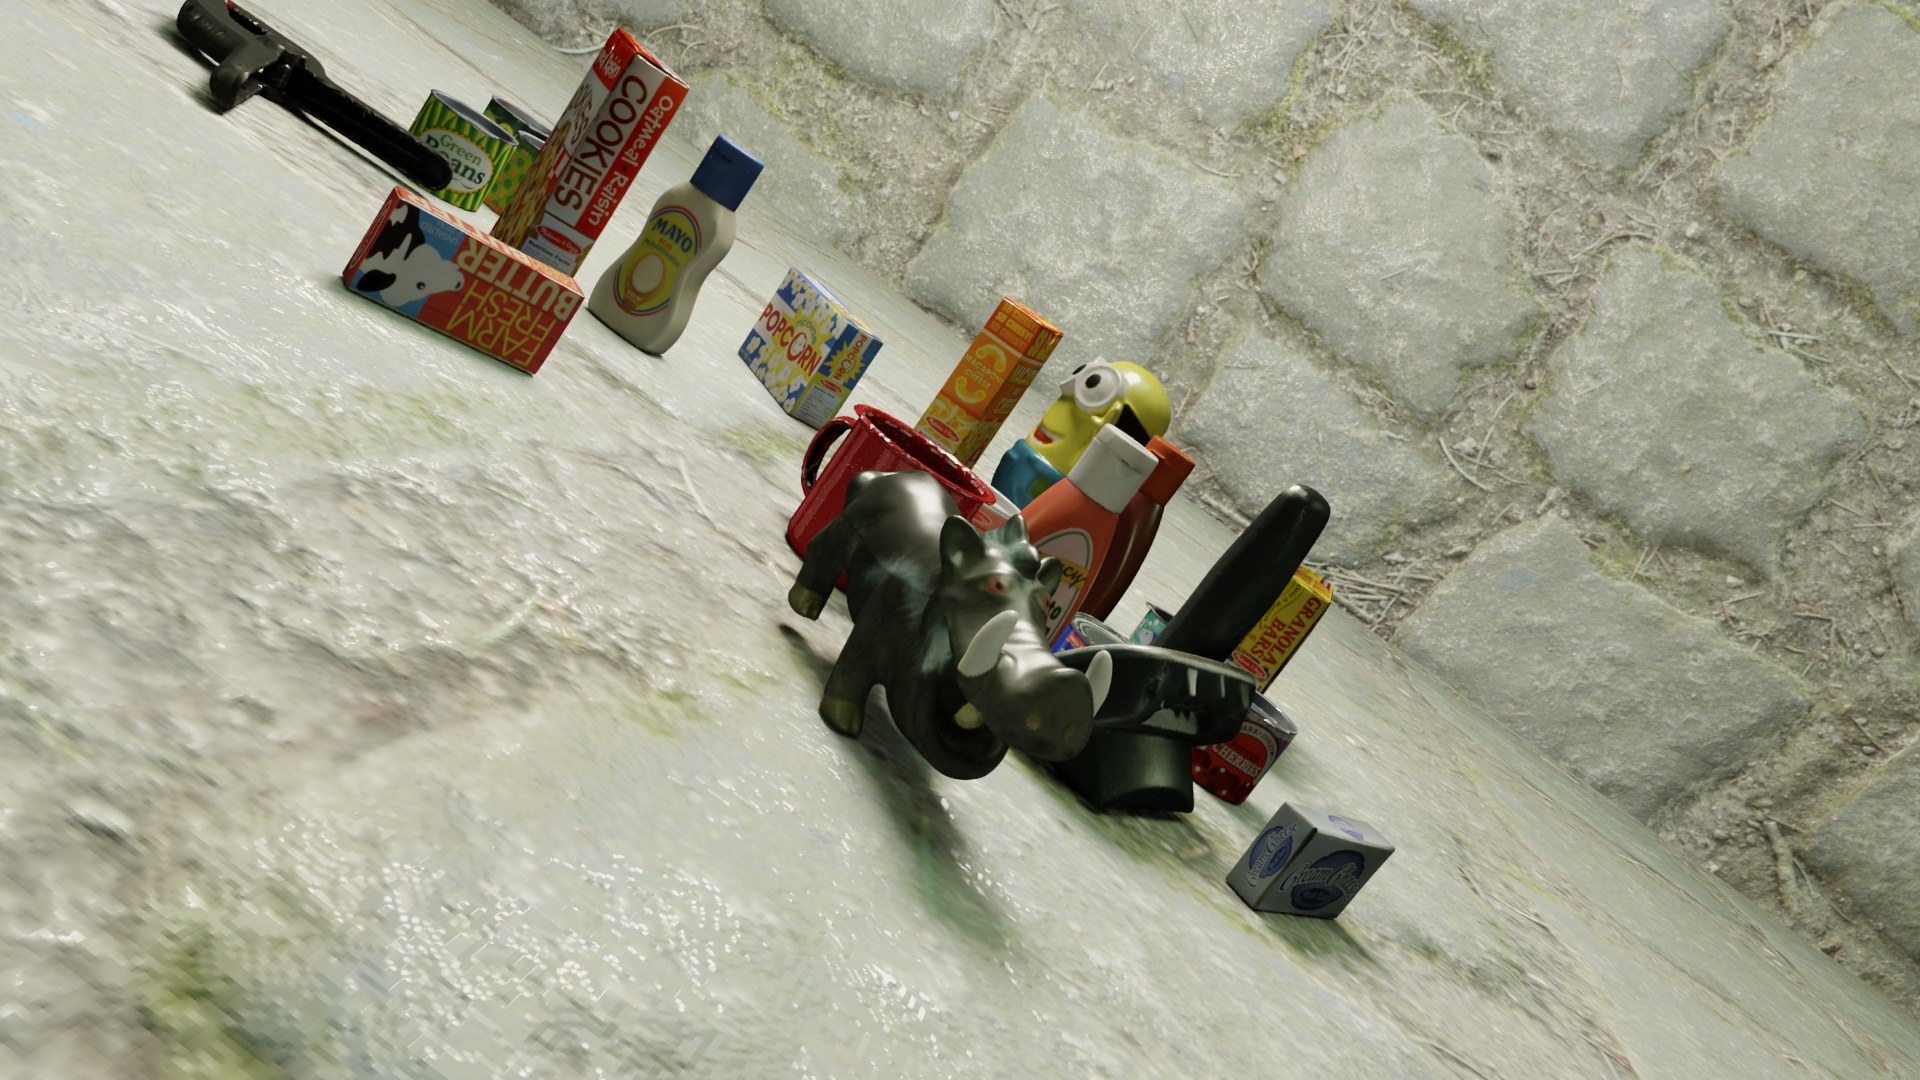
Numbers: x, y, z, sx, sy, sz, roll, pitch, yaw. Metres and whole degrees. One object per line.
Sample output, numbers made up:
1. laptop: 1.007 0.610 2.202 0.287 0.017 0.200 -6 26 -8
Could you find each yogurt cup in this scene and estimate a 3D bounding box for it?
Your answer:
1. yogurt cup: 0.003 -0.012 0.950 0.072 0.054 0.072 34 11 -7

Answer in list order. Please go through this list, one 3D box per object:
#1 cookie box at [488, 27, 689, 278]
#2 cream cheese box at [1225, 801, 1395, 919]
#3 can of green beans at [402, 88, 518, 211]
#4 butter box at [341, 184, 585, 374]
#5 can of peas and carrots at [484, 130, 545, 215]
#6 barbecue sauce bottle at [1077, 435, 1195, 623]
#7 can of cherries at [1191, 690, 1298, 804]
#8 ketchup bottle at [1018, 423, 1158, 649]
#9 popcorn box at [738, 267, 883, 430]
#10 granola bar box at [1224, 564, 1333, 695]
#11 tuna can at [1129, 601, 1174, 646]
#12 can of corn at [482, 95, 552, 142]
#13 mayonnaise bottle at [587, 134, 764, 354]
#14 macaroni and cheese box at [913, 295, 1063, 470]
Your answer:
1. cookie box: -0.234 -0.227 0.851 0.040 0.167 0.123 30 12 -29
2. cream cheese box: 0.184 0.169 0.725 0.104 0.053 0.024 23 16 -48
3. can of green beans: -0.355 -0.273 0.974 0.071 0.057 0.071 34 11 -7
4. butter box: -0.247 -0.128 0.695 0.103 0.053 0.024 26 14 -40
5. can of peas and carrots: -0.318 -0.266 1.053 0.071 0.058 0.071 34 11 -7
6. barbecue sauce bottle: 0.109 -0.005 0.988 0.065 0.148 0.043 42 12 31
7. can of cherries: 0.165 0.121 0.858 0.071 0.058 0.071 34 11 -7
8. ketchup bottle: 0.052 0.004 0.775 0.064 0.148 0.044 32 11 -20
9. popcorn box: -0.120 -0.152 1.091 0.038 0.085 0.127 27 13 -39
10. granola bar box: 0.234 0.080 1.066 0.039 0.124 0.166 37 11 12
11. tuna can: 0.166 0.082 1.094 0.071 0.032 0.071 34 11 -7
12. can of corn: -0.366 -0.319 1.134 0.071 0.058 0.071 34 11 -7
13. mayonnaise bottle: -0.187 -0.201 0.932 0.065 0.148 0.041 37 10 9
14. macaroni and cheese box: 0.012 -0.104 1.071 0.040 0.166 0.124 37 11 6
